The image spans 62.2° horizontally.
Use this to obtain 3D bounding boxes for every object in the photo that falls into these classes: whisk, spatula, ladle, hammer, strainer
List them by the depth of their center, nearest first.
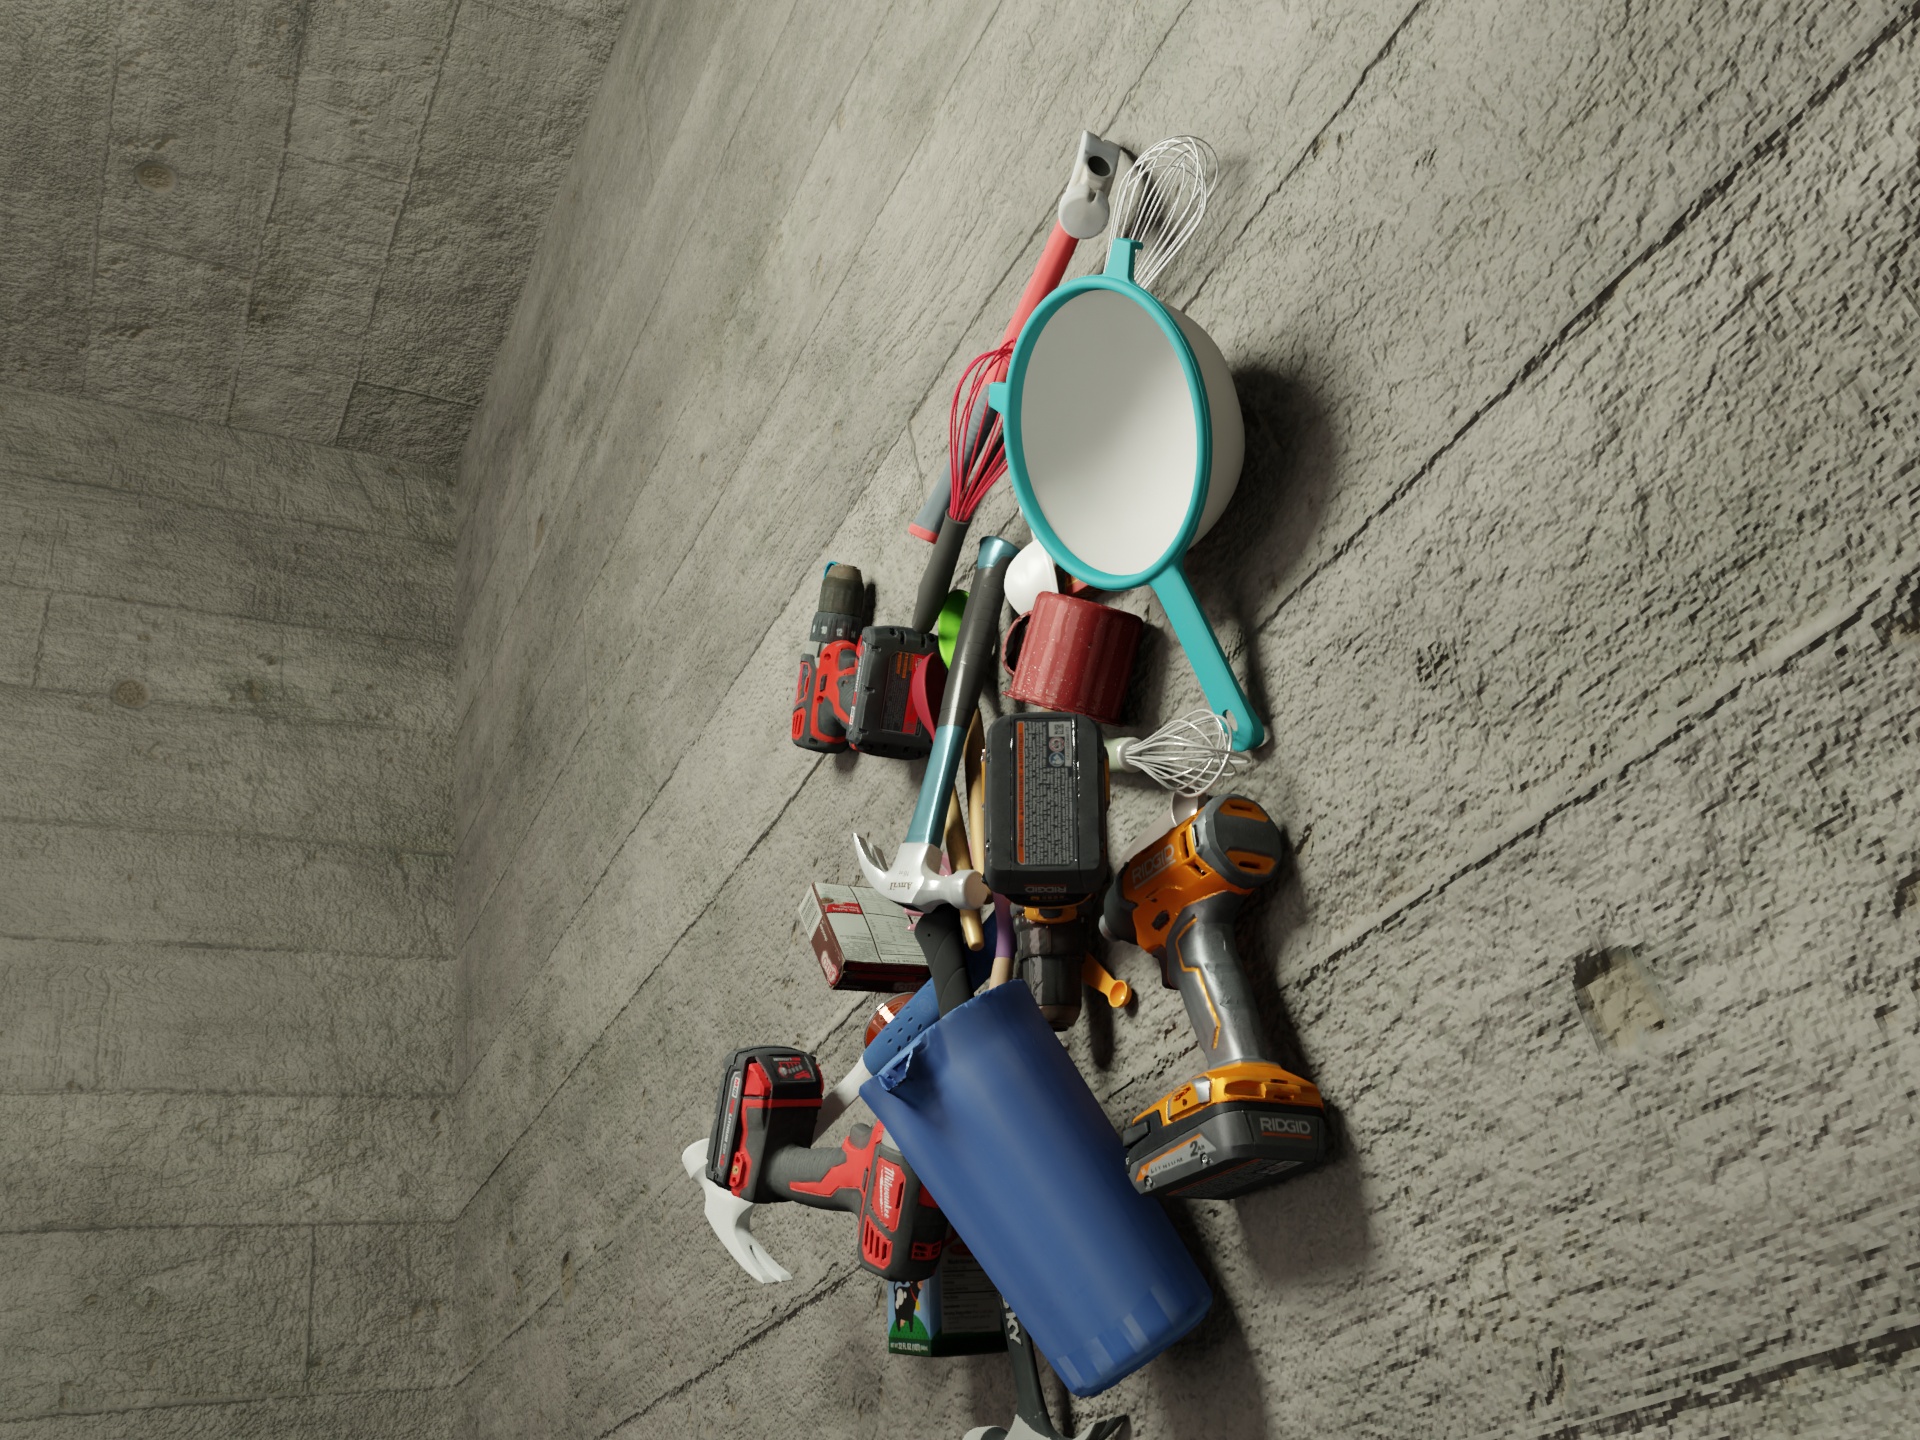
[{"bbox_3d":[0.152,-0.143,1.084,0.211,0.095,0.340,-40,70,54],"label":"strainer"},{"bbox_3d":[0.124,0.024,1.103,0.246,0.059,0.058,176,106,-70],"label":"whisk"},{"bbox_3d":[0.022,0.333,1.164,0.149,0.036,0.409,-30,64,44],"label":"hammer"},{"bbox_3d":[0.027,0.200,1.167,0.018,0.059,0.316,-14,56,40],"label":"spatula"},{"bbox_3d":[0.114,-0.314,1.210,0.284,0.070,0.070,117,147,-40],"label":"whisk"},{"bbox_3d":[-0.002,-0.004,1.276,0.128,0.033,0.331,-6,60,39],"label":"hammer"},{"bbox_3d":[0.056,-0.163,1.288,0.086,0.050,0.259,88,178,-57],"label":"strainer"},{"bbox_3d":[-0.075,0.293,1.292,0.405,0.035,0.144,-48,56,19],"label":"hammer"},{"bbox_3d":[-0.009,0.061,1.296,0.316,0.031,0.069,-101,-7,-46],"label":"ladle"},{"bbox_3d":[0.004,-0.185,1.312,0.073,0.073,0.295,-111,30,-42],"label":"whisk"},{"bbox_3d":[0.039,-0.305,1.344,0.143,0.038,0.386,-77,12,-47],"label":"hammer"}]

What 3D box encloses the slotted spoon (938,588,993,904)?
[{"bbox_3d":[0.010,0.016,1.300,0.070,0.031,0.314,-53,31,43],"label":"slotted spoon"}]

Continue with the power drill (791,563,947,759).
[{"bbox_3d":[-0.093,-0.055,1.507,0.227,0.080,0.188,10,92,65],"label":"power drill"}]

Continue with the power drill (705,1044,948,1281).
[{"bbox_3d":[-0.091,0.322,1.209,0.220,0.078,0.143,9,87,44],"label":"power drill"}]

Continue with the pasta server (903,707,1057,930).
[{"bbox_3d":[0.034,0.054,1.282,0.060,0.040,0.316,-103,34,-53],"label":"pasta server"}]

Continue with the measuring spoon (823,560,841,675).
[{"bbox_3d":[-0.129,-0.101,1.648,0.042,0.021,0.128,32,120,59],"label":"measuring spoon"}]

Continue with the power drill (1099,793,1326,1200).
[{"bbox_3d":[0.146,0.179,1.004,0.164,0.084,0.227,-44,42,50],"label":"power drill"}]

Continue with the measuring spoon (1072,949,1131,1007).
[{"bbox_3d":[0.096,0.182,1.167,0.021,0.011,0.117,-65,27,3],"label":"measuring spoon"}]

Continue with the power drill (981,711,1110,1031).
[{"bbox_3d":[0.060,0.107,1.092,0.226,0.084,0.185,78,-168,-70],"label":"power drill"}]

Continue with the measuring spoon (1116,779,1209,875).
[{"bbox_3d":[0.141,0.081,1.107,0.124,0.018,0.034,125,144,-51],"label":"measuring spoon"}]
